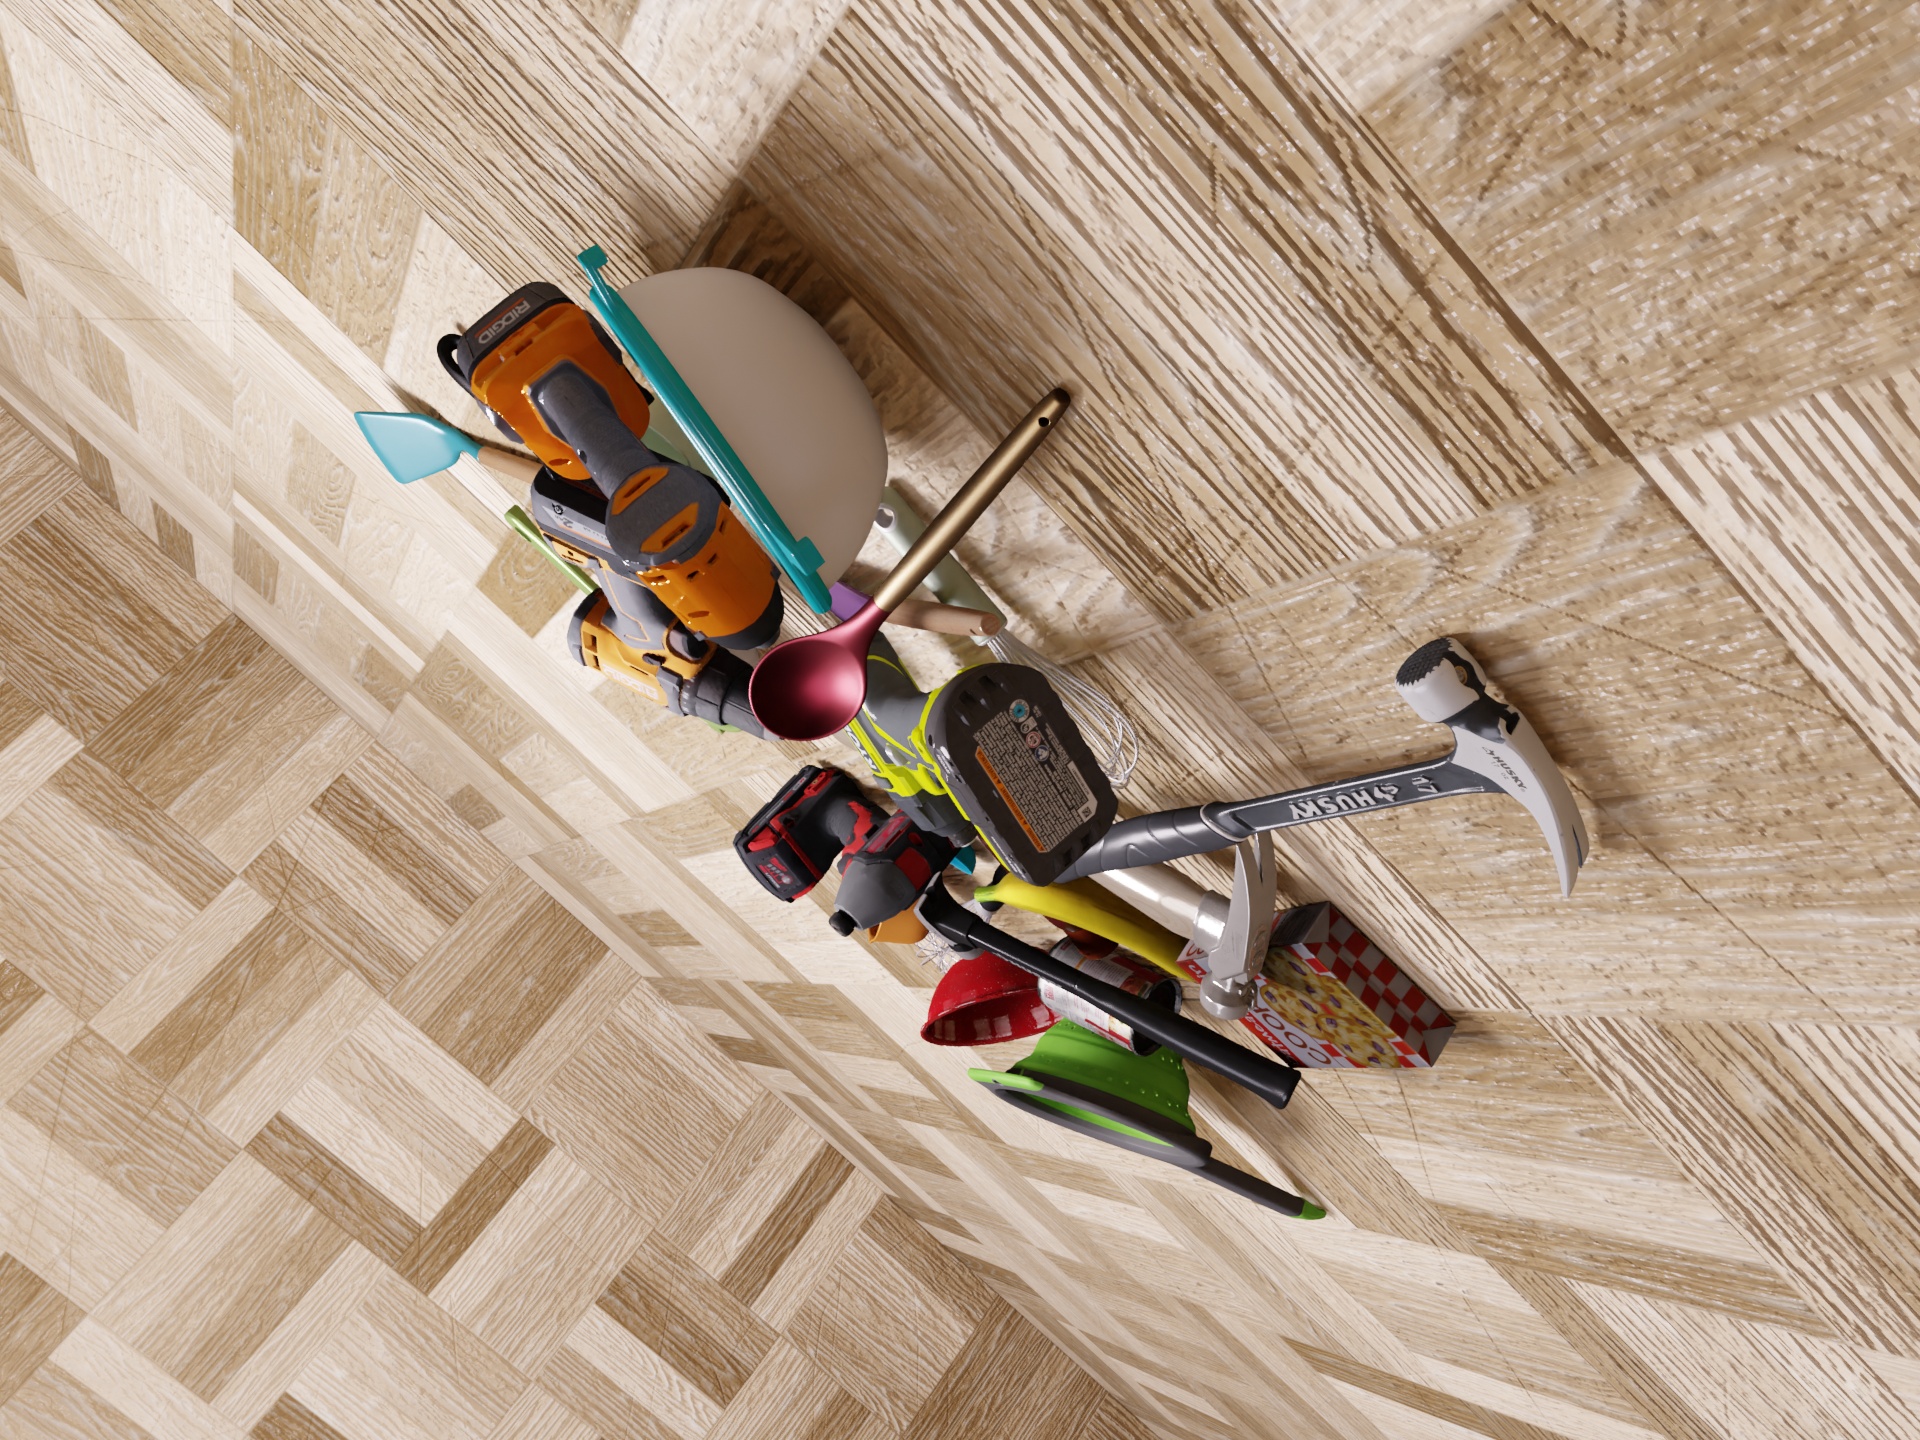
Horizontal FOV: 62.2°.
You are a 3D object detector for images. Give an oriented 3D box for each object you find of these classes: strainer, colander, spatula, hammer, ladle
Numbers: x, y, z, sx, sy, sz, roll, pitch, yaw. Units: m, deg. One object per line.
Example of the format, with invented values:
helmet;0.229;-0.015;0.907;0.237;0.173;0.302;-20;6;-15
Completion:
strainer;-0.102;-0.166;0.927;0.211;0.095;0.340;54;179;1
colander;0.196;0.351;1.438;0.396;0.094;0.204;30;160;-26
spatula;-0.045;-0.072;1.019;0.059;0.018;0.316;46;169;-21
hammer;0.046;0.055;1.131;0.411;0.038;0.146;29;133;35
spatula;-0.392;-0.209;1.338;0.318;0.044;0.082;22;148;35
ladle;-0.031;-0.081;0.890;0.069;0.031;0.315;29;136;-17
strainer;-0.254;-0.099;1.295;0.256;0.069;0.151;43;160;-7
hammer;0.169;0.058;0.911;0.149;0.036;0.409;46;150;-15
hammer;0.107;0.209;1.222;0.335;0.035;0.146;23;164;29

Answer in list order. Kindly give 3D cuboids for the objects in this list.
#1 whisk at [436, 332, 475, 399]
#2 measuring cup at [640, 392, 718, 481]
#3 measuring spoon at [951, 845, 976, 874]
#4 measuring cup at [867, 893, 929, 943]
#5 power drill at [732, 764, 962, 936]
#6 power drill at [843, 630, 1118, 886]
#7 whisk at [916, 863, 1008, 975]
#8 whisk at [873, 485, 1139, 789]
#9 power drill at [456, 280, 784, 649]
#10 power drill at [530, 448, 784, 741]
whisk;-0.291;-0.184;1.210;0.296;0.073;0.073;46;158;-1
measuring cup;-0.168;-0.156;1.097;0.083;0.038;0.167;8;143;53
measuring spoon;-0.021;0.106;1.394;0.042;0.021;0.129;43;168;-26
measuring cup;-0.058;0.152;1.478;0.052;0.095;0.174;8;-173;-10
power drill;-0.097;0.112;1.353;0.220;0.143;0.078;8;140;56
power drill;-0.001;0.026;1.014;0.171;0.080;0.223;57;162;-20
whisk;0.015;0.168;1.399;0.070;0.070;0.284;39;152;3
whisk;0.026;-0.050;0.989;0.058;0.059;0.246;-36;102;29
power drill;-0.186;-0.136;0.928;0.227;0.084;0.164;49;177;26
power drill;-0.198;-0.079;1.105;0.185;0.084;0.226;26;149;14
